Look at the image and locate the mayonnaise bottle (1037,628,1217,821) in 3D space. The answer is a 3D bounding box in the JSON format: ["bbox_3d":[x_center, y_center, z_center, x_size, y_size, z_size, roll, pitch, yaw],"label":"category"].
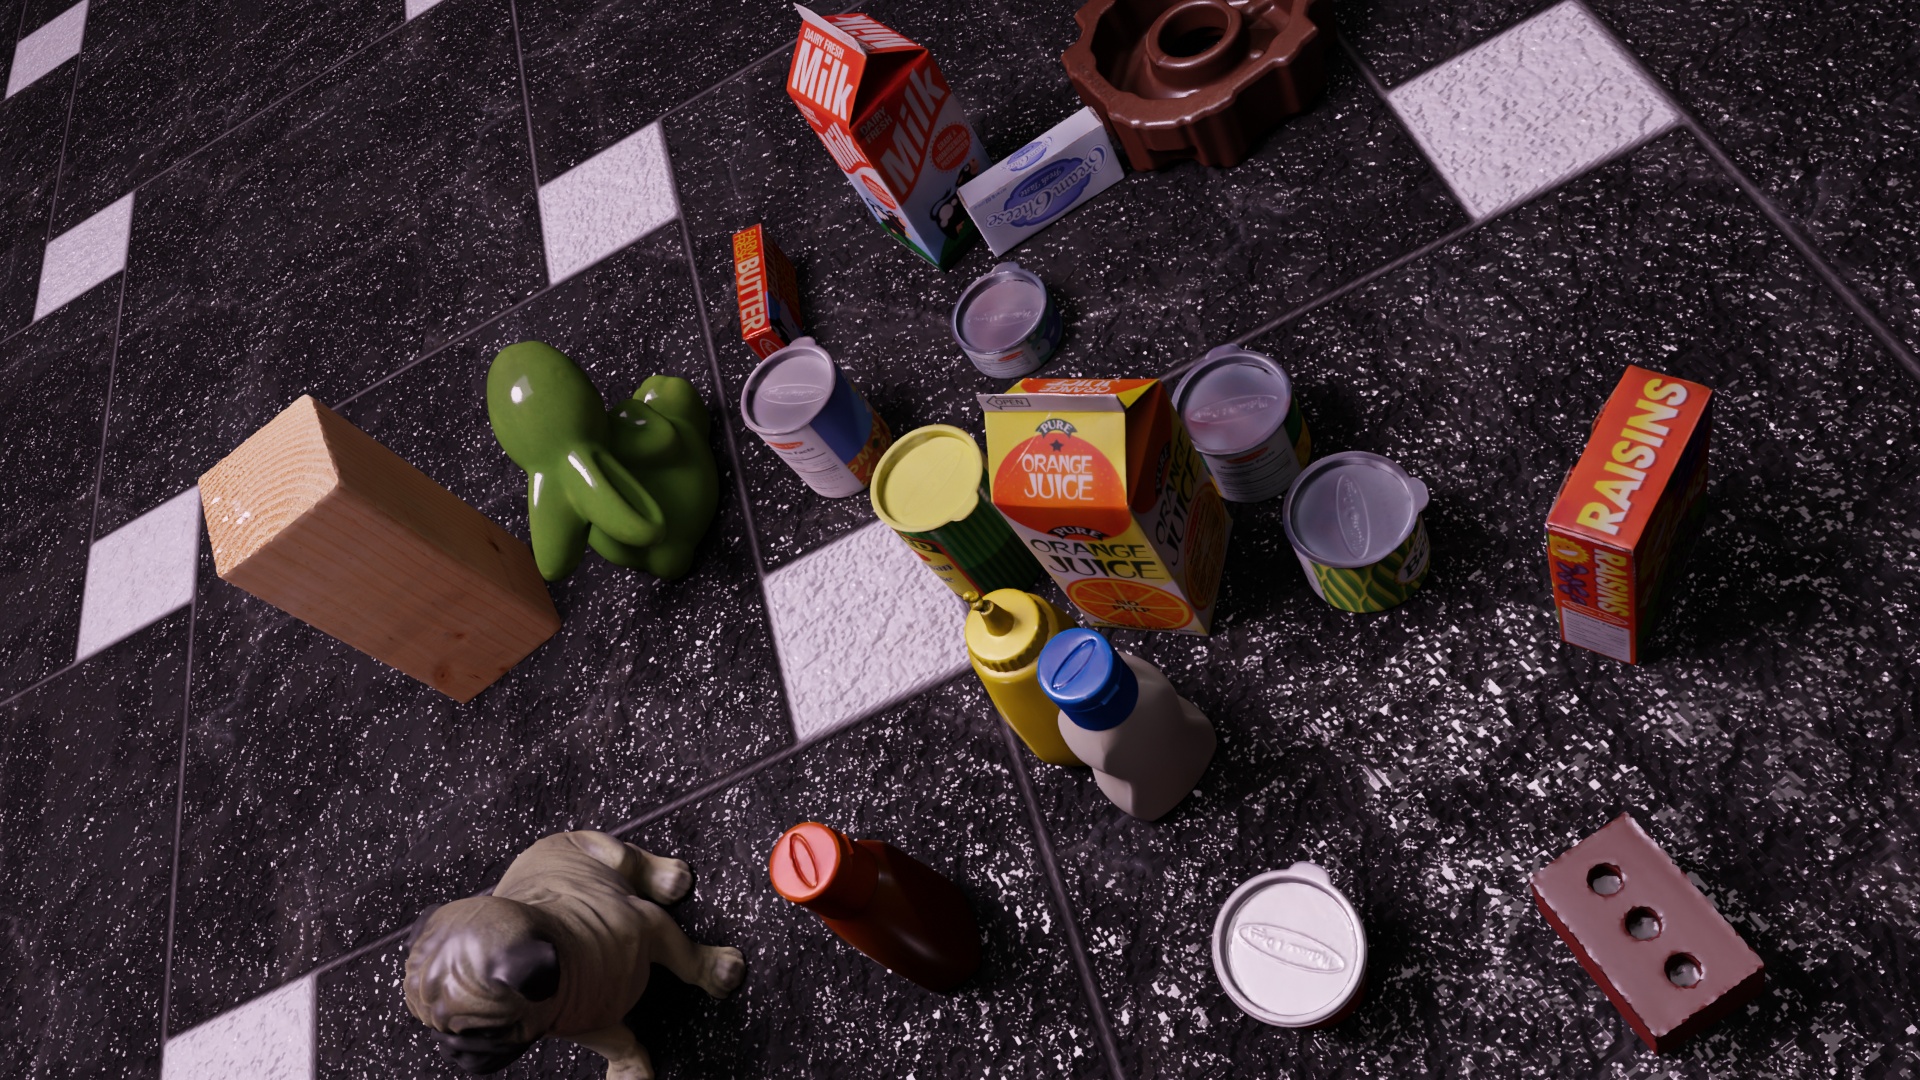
[{"bbox_3d":[0.079,0.086,0.667,0.065,0.147,0.041,-49,54,-6],"label":"mayonnaise bottle"}]

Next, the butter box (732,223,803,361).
[{"bbox_3d":[-0.134,-0.167,0.973,0.024,0.053,0.104,-21,56,15],"label":"butter box"}]

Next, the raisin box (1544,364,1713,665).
[{"bbox_3d":[0.303,-0.008,0.627,0.040,0.123,0.086,24,76,34],"label":"raisin box"}]

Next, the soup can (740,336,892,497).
[{"bbox_3d":[-0.089,-0.077,0.881,0.071,0.083,0.071,-12,59,20],"label":"soup can"}]

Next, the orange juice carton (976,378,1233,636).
[{"bbox_3d":[0.076,-0.023,0.703,0.072,0.192,0.073,4,65,28],"label":"orange juice carton"}]

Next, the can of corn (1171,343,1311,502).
[{"bbox_3d":[0.156,-0.064,0.771,0.071,0.058,0.071,-12,59,20],"label":"can of corn"}]

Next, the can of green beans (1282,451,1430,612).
[{"bbox_3d":[0.204,-0.003,0.713,0.071,0.057,0.071,-12,59,20],"label":"can of green beans"}]

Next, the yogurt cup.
[{"bbox_3d":[0.153,0.189,0.631,0.072,0.053,0.073,-12,59,20],"label":"yogurt cup"}]

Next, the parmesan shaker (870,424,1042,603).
[{"bbox_3d":[0.003,-0.010,0.786,0.071,0.103,0.071,-12,59,20],"label":"parmesan shaker"}]

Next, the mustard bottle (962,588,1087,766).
[{"bbox_3d":[0.039,0.063,0.692,0.049,0.159,0.065,-14,58,19],"label":"mustard bottle"}]

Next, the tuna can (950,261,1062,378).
[{"bbox_3d":[0.030,-0.141,0.891,0.071,0.032,0.071,-12,58,20],"label":"tuna can"}]

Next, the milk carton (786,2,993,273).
[{"bbox_3d":[-0.044,-0.267,0.901,0.073,0.190,0.072,-46,53,-4],"label":"milk carton"}]

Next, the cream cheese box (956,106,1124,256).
[{"bbox_3d":[0.054,-0.237,0.921,0.104,0.053,0.024,-31,54,7],"label":"cream cheese box"}]

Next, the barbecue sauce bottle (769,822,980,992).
[{"bbox_3d":[-0.040,0.174,0.674,0.043,0.148,0.065,-33,54,6],"label":"barbecue sauce bottle"}]
